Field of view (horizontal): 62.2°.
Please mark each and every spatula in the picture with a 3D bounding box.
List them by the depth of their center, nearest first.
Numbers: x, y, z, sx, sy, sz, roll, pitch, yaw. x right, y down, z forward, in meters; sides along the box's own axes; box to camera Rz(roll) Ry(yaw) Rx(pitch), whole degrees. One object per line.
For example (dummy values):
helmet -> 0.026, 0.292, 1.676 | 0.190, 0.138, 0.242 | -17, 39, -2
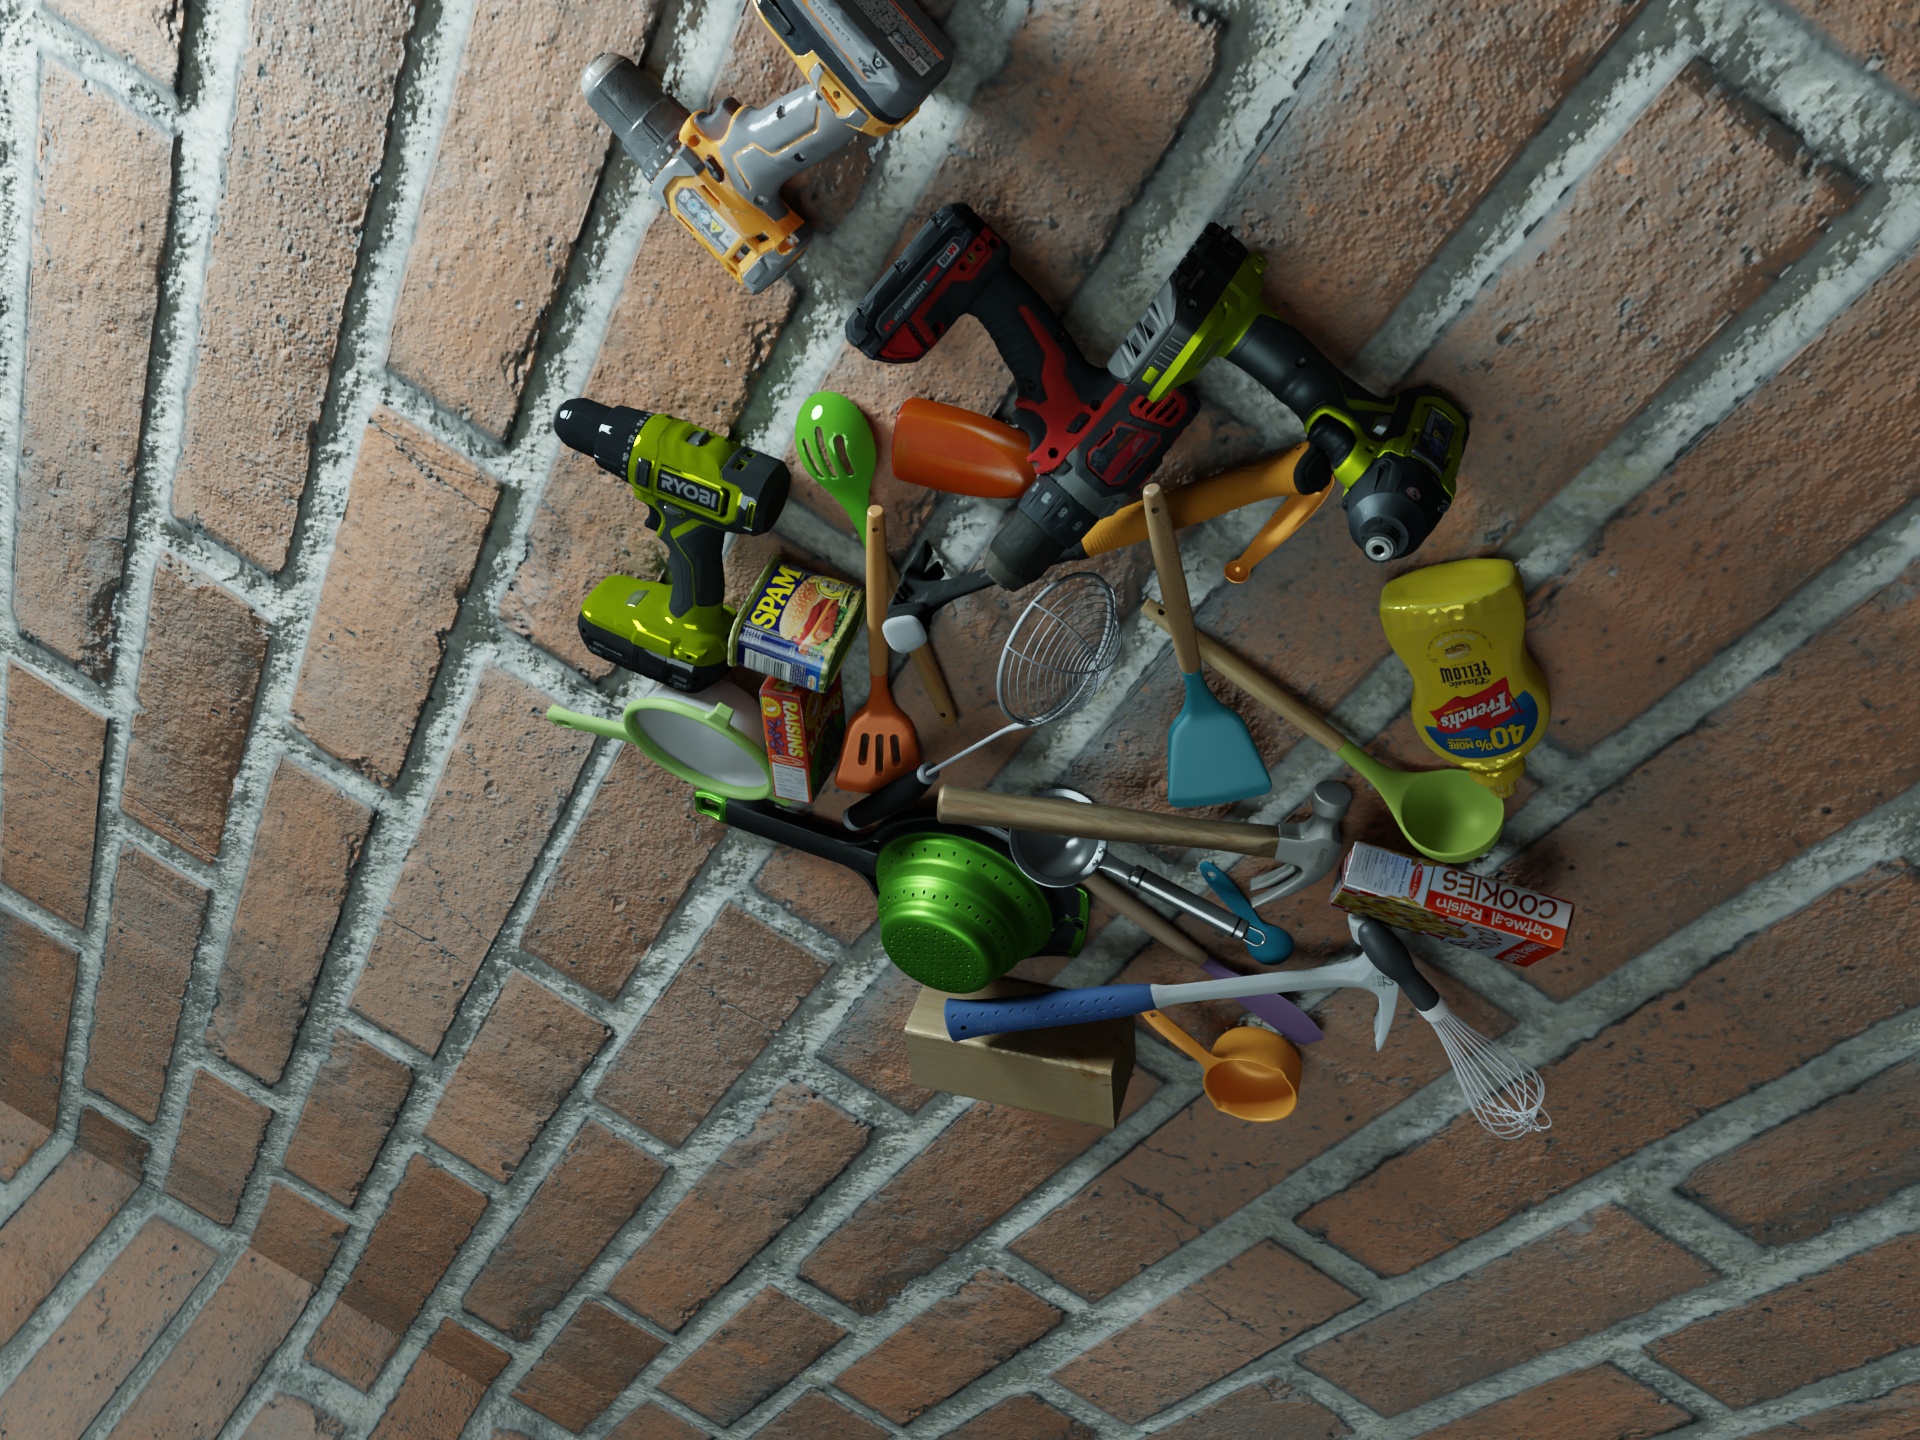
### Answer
spatula -> 0.167, -0.048, 1.161 | 0.082, 0.044, 0.317 | -9, 139, 12
spatula -> -0.068, -0.050, 1.309 | 0.081, 0.041, 0.322 | 3, 141, 1
spatula -> 0.201, 0.202, 1.438 | 0.316, 0.018, 0.059 | 36, 150, -7

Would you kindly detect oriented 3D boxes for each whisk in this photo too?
whisk -> 0.416, 0.262, 1.351 | 0.070, 0.070, 0.284 | -24, 119, 37

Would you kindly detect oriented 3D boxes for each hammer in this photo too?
hammer -> 0.104, -0.137, 1.157 | 0.337, 0.127, 0.034 | -17, 118, 23
hammer -> 0.146, 0.089, 1.314 | 0.331, 0.031, 0.130 | 6, 132, 3
hammer -> 0.185, 0.250, 1.416 | 0.405, 0.035, 0.144 | -10, 120, 16

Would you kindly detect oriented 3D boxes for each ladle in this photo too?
ladle -> 0.274, 0.000, 1.212 | 0.320, 0.078, 0.062 | 36, 160, 0

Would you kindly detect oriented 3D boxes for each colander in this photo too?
colander -> -0.083, 0.158, 1.469 | 0.397, 0.095, 0.204 | 18, 138, 12

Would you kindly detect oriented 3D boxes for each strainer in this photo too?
strainer -> 0.145, 0.132, 1.371 | 0.258, 0.087, 0.050 | 27, 179, 11
strainer -> -0.266, -0.004, 1.446 | 0.256, 0.069, 0.151 | 11, 150, 29

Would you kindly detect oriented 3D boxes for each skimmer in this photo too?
skimmer -> -0.002, -0.004, 1.304 | 0.363, 0.127, 0.090 | -32, 80, 46

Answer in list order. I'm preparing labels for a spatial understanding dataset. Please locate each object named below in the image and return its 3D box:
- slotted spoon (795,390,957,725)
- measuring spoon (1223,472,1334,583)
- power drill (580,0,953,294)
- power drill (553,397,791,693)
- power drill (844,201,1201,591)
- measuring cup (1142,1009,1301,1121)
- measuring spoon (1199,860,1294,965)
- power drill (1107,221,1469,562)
slotted spoon -> -0.059, -0.119, 1.280 | 0.070, 0.031, 0.313 | -2, 128, 29
measuring spoon -> 0.230, -0.140, 1.145 | 0.021, 0.011, 0.117 | 35, 130, -7
power drill -> -0.135, -0.409, 1.036 | 0.185, 0.084, 0.226 | 45, 136, -14
power drill -> -0.249, -0.149, 1.307 | 0.190, 0.080, 0.228 | 22, 131, 5
power drill -> 0.026, -0.216, 1.079 | 0.226, 0.080, 0.188 | 40, 101, -12
measuring cup -> 0.242, 0.302, 1.484 | 0.173, 0.052, 0.095 | 38, 133, -6
measuring spoon -> 0.246, 0.172, 1.390 | 0.042, 0.021, 0.128 | -24, 117, 37
power drill -> 0.211, -0.198, 0.994 | 0.223, 0.171, 0.080 | 36, 133, -3
